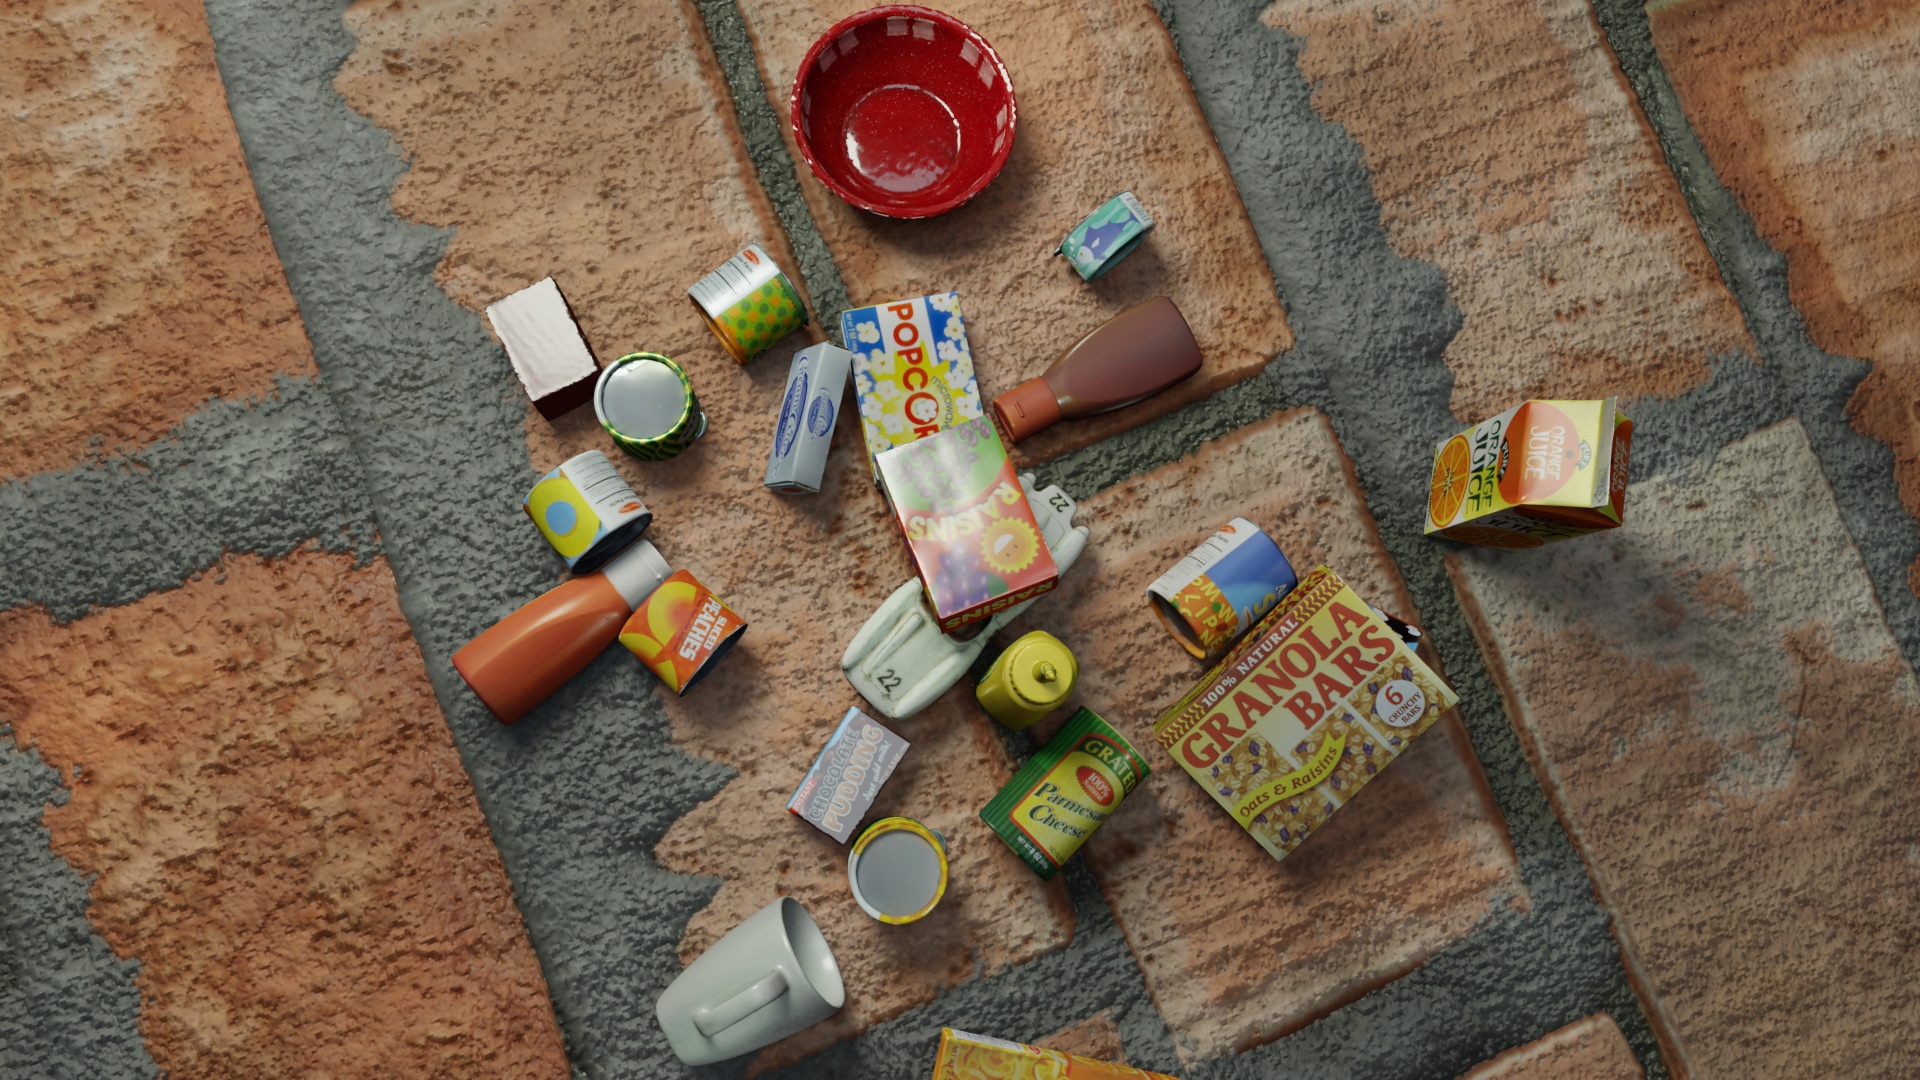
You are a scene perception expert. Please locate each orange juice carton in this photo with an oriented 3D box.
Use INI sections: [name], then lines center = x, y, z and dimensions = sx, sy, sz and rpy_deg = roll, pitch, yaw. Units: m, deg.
[orange juice carton]
center = 0.390, -0.043, 0.940
dimensions = 0.073, 0.192, 0.072
rpy_deg = 11, 82, -3

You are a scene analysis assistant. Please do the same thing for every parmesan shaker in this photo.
[parmesan shaker]
center = 0.073, 0.173, 0.942
dimensions = 0.071, 0.071, 0.103
rpy_deg = 44, 80, 2

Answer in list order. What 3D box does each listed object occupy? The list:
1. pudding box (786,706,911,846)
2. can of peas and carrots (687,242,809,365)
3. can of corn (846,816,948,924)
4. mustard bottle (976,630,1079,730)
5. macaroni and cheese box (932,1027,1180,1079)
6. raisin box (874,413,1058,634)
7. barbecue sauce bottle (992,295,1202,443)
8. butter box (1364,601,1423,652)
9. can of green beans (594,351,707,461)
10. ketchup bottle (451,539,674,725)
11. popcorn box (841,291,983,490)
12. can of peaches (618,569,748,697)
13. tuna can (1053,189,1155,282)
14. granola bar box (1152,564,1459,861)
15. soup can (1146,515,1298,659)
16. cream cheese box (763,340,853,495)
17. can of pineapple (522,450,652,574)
[pudding box]
center = -0.076, 0.160, 0.948
dimensions = 0.050, 0.030, 0.084
rpy_deg = 34, 80, 1
[can of peas and carrots]
center = -0.148, -0.163, 0.974
dimensions = 0.059, 0.071, 0.071
rpy_deg = -37, 87, -9
[can of corn]
center = -0.040, 0.218, 0.928
dimensions = 0.071, 0.058, 0.071
rpy_deg = 1, 82, -5
[mustard bottle]
center = 0.047, 0.088, 0.905
dimensions = 0.049, 0.160, 0.065
rpy_deg = 42, 79, 3
[macaroni and cheese box]
center = 0.057, 0.403, 0.918
dimensions = 0.166, 0.040, 0.124
rpy_deg = 13, 80, -3
[raisin box]
center = 0.003, -0.012, 0.925
dimensions = 0.086, 0.040, 0.123
rpy_deg = -21, 72, -7
[barbecue sauce bottle]
center = 0.096, -0.118, 1.000
dimensions = 0.149, 0.043, 0.065
rpy_deg = -27, 85, -8
[butter box]
center = 0.286, 0.099, 0.994
dimensions = 0.053, 0.024, 0.103
rpy_deg = 27, 80, -1
[can of green beans]
center = -0.215, -0.092, 0.959
dimensions = 0.071, 0.057, 0.071
rpy_deg = 1, 82, -5
[ketchup bottle]
center = -0.261, 0.057, 0.932
dimensions = 0.149, 0.064, 0.043
rpy_deg = -38, 51, -17
[popcorn box]
center = -0.032, -0.107, 0.988
dimensions = 0.085, 0.038, 0.127
rpy_deg = -11, 83, -7
[can of peaches]
center = -0.186, 0.061, 0.932
dimensions = 0.058, 0.071, 0.071
rpy_deg = 42, 80, 3
[tuna can]
center = 0.104, -0.218, 1.005
dimensions = 0.071, 0.071, 0.033
rpy_deg = -39, 88, -9
[granola bar box]
center = 0.234, 0.117, 0.952
dimensions = 0.124, 0.039, 0.165
rpy_deg = 45, 99, -2
[soup can]
center = 0.184, 0.036, 0.973
dimensions = 0.084, 0.071, 0.071
rpy_deg = -37, 87, -9
[cream cheese box]
center = -0.107, -0.084, 0.969
dimensions = 0.024, 0.053, 0.104
rpy_deg = 18, 80, -29
[can of pineapple]
center = -0.254, -0.018, 0.941
dimensions = 0.071, 0.071, 0.058
rpy_deg = -38, 86, -9
